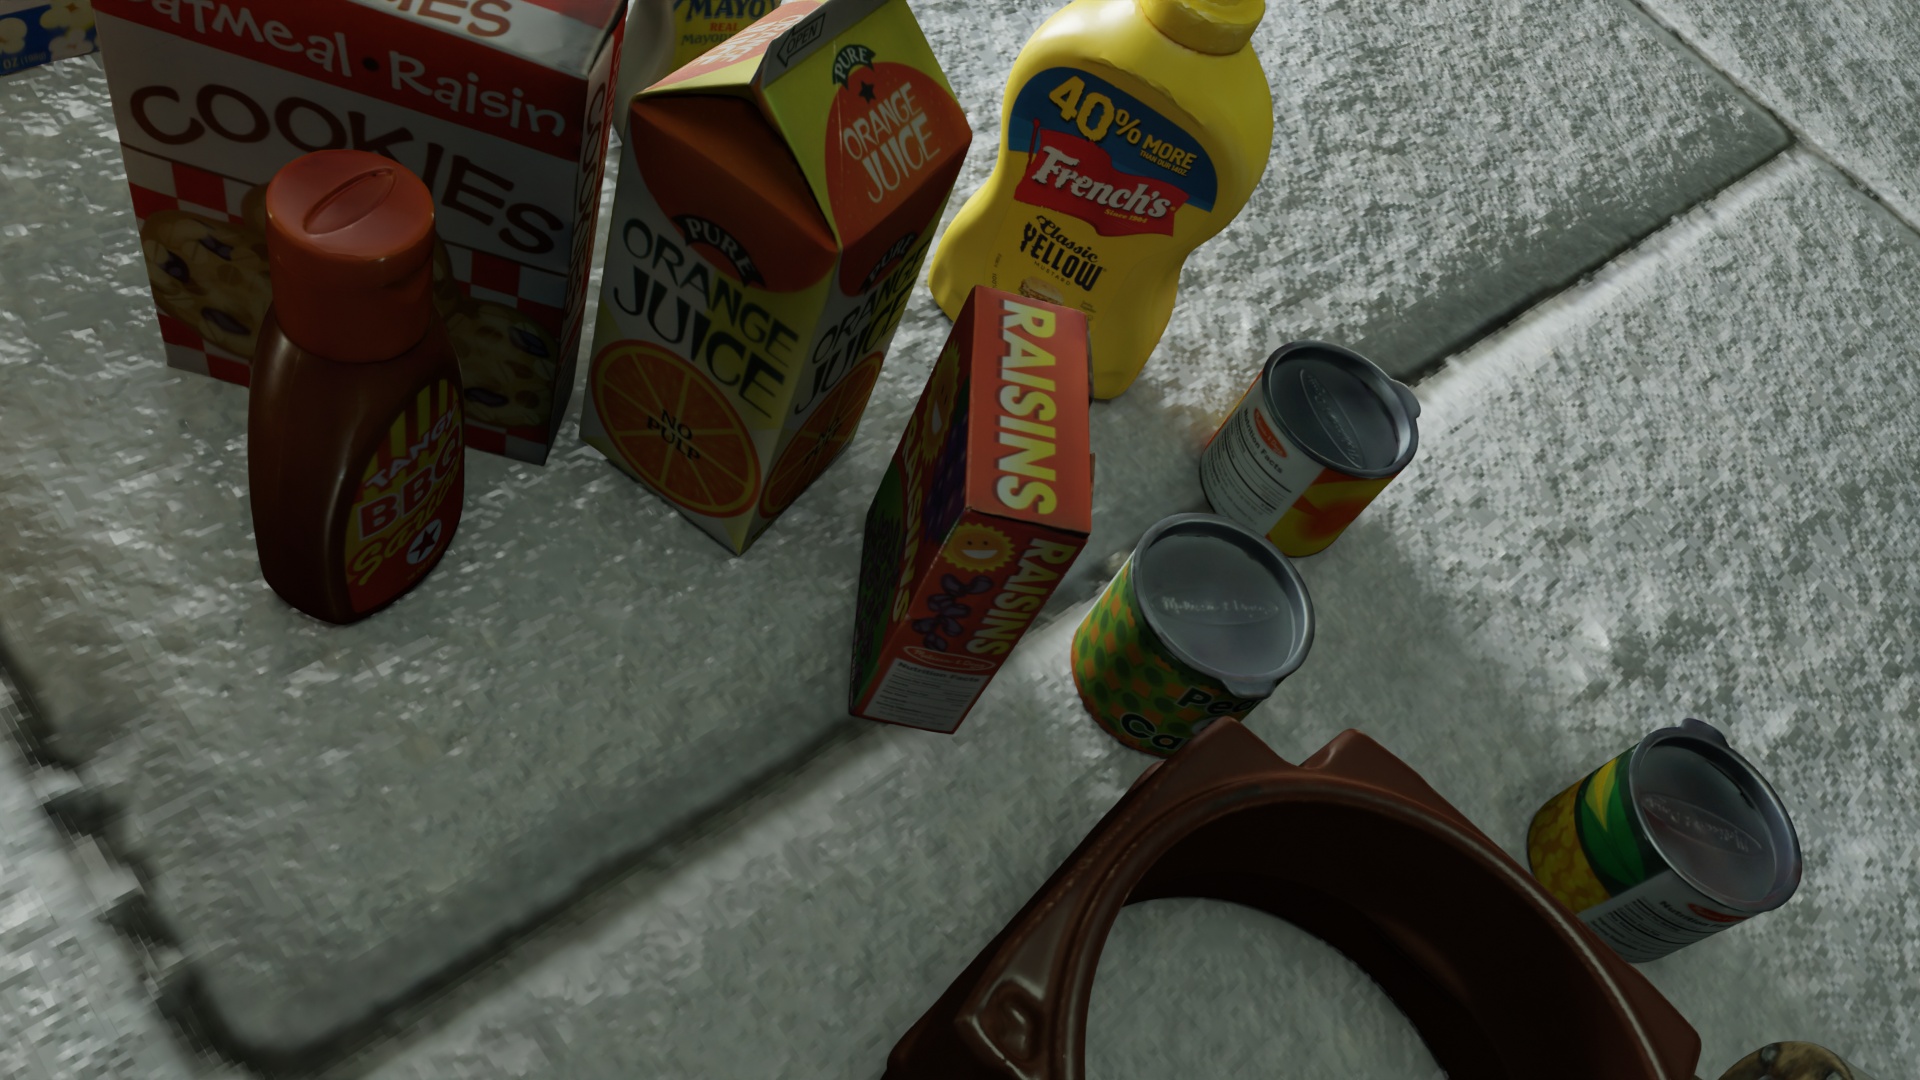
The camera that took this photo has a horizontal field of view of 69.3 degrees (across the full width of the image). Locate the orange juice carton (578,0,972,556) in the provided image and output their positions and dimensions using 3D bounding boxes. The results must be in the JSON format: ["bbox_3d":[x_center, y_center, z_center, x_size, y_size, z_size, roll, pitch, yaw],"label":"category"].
[{"bbox_3d":[-0.057,-0.087,0.423,0.073,0.191,0.072,36,52,5],"label":"orange juice carton"}]

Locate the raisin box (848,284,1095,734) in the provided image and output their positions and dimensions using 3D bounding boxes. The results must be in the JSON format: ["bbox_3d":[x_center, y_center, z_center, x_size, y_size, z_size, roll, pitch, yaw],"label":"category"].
[{"bbox_3d":[0.002,-0.005,0.433,0.040,0.122,0.086,13,53,-13],"label":"raisin box"}]

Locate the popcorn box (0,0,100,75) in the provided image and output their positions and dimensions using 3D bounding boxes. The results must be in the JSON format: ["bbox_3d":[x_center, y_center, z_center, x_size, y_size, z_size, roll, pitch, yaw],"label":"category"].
[{"bbox_3d":[-0.307,-0.221,0.489,0.038,0.084,0.127,45,53,12],"label":"popcorn box"}]

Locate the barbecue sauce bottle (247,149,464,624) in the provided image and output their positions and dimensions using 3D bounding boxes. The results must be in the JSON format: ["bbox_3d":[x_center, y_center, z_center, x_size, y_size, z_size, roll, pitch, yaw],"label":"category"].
[{"bbox_3d":[-0.163,-0.038,0.376,0.044,0.147,0.065,31,51,2],"label":"barbecue sauce bottle"}]

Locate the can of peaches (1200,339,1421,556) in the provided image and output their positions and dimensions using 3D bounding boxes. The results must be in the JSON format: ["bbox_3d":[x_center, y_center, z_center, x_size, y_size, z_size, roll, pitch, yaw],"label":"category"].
[{"bbox_3d":[0.138,-0.036,0.549,0.071,0.057,0.071,10,53,-14],"label":"can of peaches"}]

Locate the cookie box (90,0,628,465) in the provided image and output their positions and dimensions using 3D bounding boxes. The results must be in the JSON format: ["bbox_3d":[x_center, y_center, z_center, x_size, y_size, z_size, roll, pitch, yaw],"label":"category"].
[{"bbox_3d":[-0.171,-0.101,0.405,0.123,0.166,0.040,16,53,-11],"label":"cookie box"}]

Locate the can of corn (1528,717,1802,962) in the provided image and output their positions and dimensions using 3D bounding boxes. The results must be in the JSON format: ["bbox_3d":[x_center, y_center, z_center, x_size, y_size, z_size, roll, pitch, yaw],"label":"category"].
[{"bbox_3d":[0.246,0.106,0.490,0.071,0.058,0.071,10,53,-14],"label":"can of corn"}]

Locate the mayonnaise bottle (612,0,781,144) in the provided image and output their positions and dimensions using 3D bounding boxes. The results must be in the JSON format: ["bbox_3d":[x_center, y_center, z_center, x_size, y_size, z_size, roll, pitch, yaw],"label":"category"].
[{"bbox_3d":[-0.094,-0.211,0.525,0.065,0.147,0.041,-11,61,-27],"label":"mayonnaise bottle"}]

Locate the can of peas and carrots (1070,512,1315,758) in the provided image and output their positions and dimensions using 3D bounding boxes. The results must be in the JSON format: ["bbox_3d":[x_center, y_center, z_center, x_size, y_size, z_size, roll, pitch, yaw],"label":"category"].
[{"bbox_3d":[0.078,0.035,0.475,0.071,0.058,0.071,10,53,-14],"label":"can of peas and carrots"}]
